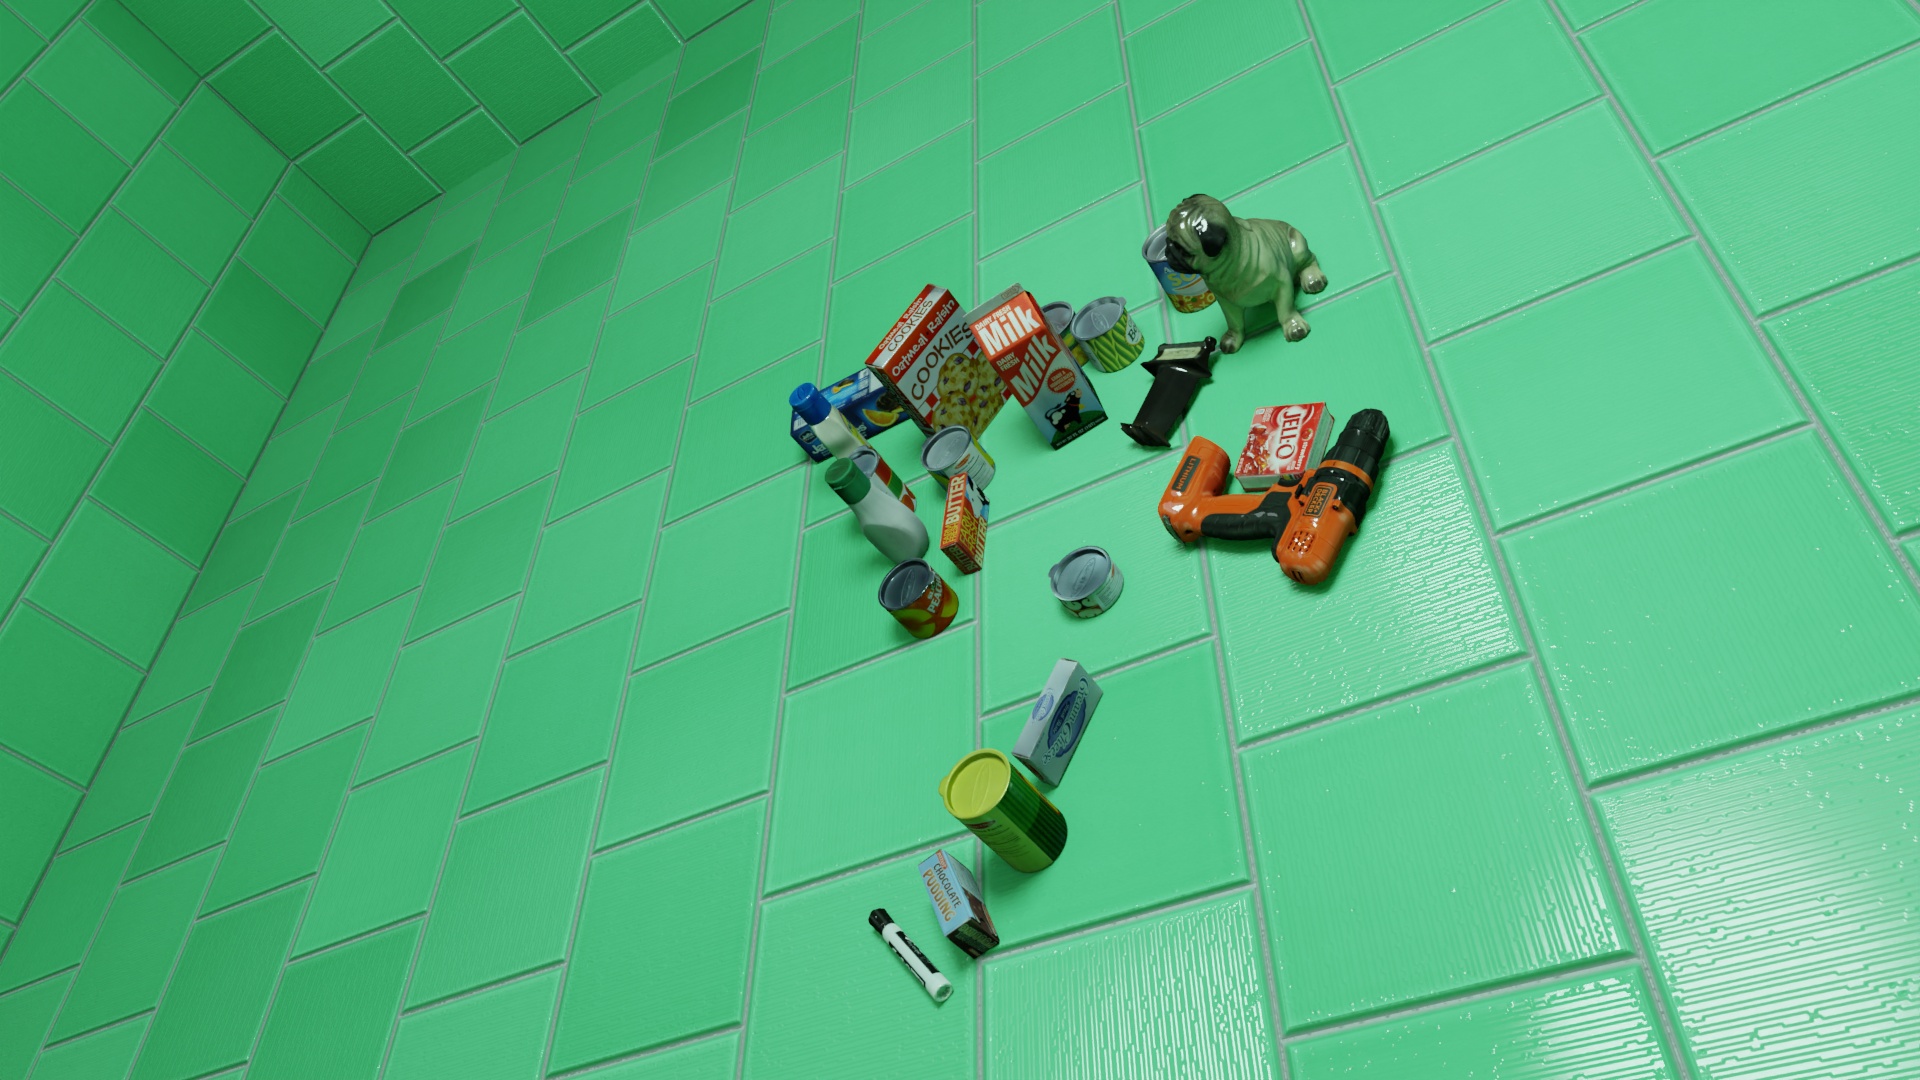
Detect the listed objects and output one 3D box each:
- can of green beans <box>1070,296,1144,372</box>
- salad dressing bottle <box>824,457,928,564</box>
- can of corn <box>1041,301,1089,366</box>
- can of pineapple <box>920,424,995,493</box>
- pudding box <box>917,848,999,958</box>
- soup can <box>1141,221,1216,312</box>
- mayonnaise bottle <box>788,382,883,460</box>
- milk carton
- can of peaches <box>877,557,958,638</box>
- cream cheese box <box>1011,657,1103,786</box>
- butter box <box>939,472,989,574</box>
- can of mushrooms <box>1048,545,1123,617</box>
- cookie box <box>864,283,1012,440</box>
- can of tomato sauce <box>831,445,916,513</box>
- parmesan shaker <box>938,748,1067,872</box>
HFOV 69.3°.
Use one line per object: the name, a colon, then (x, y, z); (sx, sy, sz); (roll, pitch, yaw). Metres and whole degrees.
can of green beans: (0.166, -0.232, 1.567); (0.071, 0.057, 0.071); (-23, 42, 22)
salad dressing bottle: (-0.092, -0.032, 1.518); (0.064, 0.147, 0.044); (-10, 48, 33)
can of corn: (0.113, -0.232, 1.611); (0.071, 0.058, 0.071); (-23, 42, 22)
can of pineapple: (-0.003, -0.089, 1.571); (0.071, 0.057, 0.071); (-23, 42, 22)
pudding box: (-0.002, 0.311, 1.194); (0.030, 0.049, 0.084); (-37, 38, 6)
soup can: (0.251, -0.304, 1.545); (0.071, 0.083, 0.072); (-23, 42, 22)
mayonnaise bottle: (-0.146, -0.127, 1.655); (0.041, 0.147, 0.065); (-36, 39, 8)
milk carton: (0.079, -0.194, 1.497); (0.072, 0.190, 0.074); (-31, 39, 13)
can of peaches: (-0.042, 0.061, 1.460); (0.071, 0.058, 0.071); (-23, 42, 22)
cream cheese box: (0.088, 0.164, 1.257); (0.024, 0.053, 0.104); (6, 58, 43)
butter box: (0.005, -0.019, 1.501); (0.024, 0.053, 0.104); (-18, 44, 27)
can of mushrooms: (0.123, 0.040, 1.363); (0.071, 0.033, 0.071); (-23, 42, 22)
cookie box: (-0.020, -0.192, 1.595); (0.040, 0.167, 0.123); (20, 68, 48)
can of tomato sauce: (-0.099, -0.057, 1.601); (0.071, 0.083, 0.071); (-23, 42, 22)
parmesan shaker: (0.037, 0.233, 1.194); (0.071, 0.102, 0.072); (-23, 42, 22)
